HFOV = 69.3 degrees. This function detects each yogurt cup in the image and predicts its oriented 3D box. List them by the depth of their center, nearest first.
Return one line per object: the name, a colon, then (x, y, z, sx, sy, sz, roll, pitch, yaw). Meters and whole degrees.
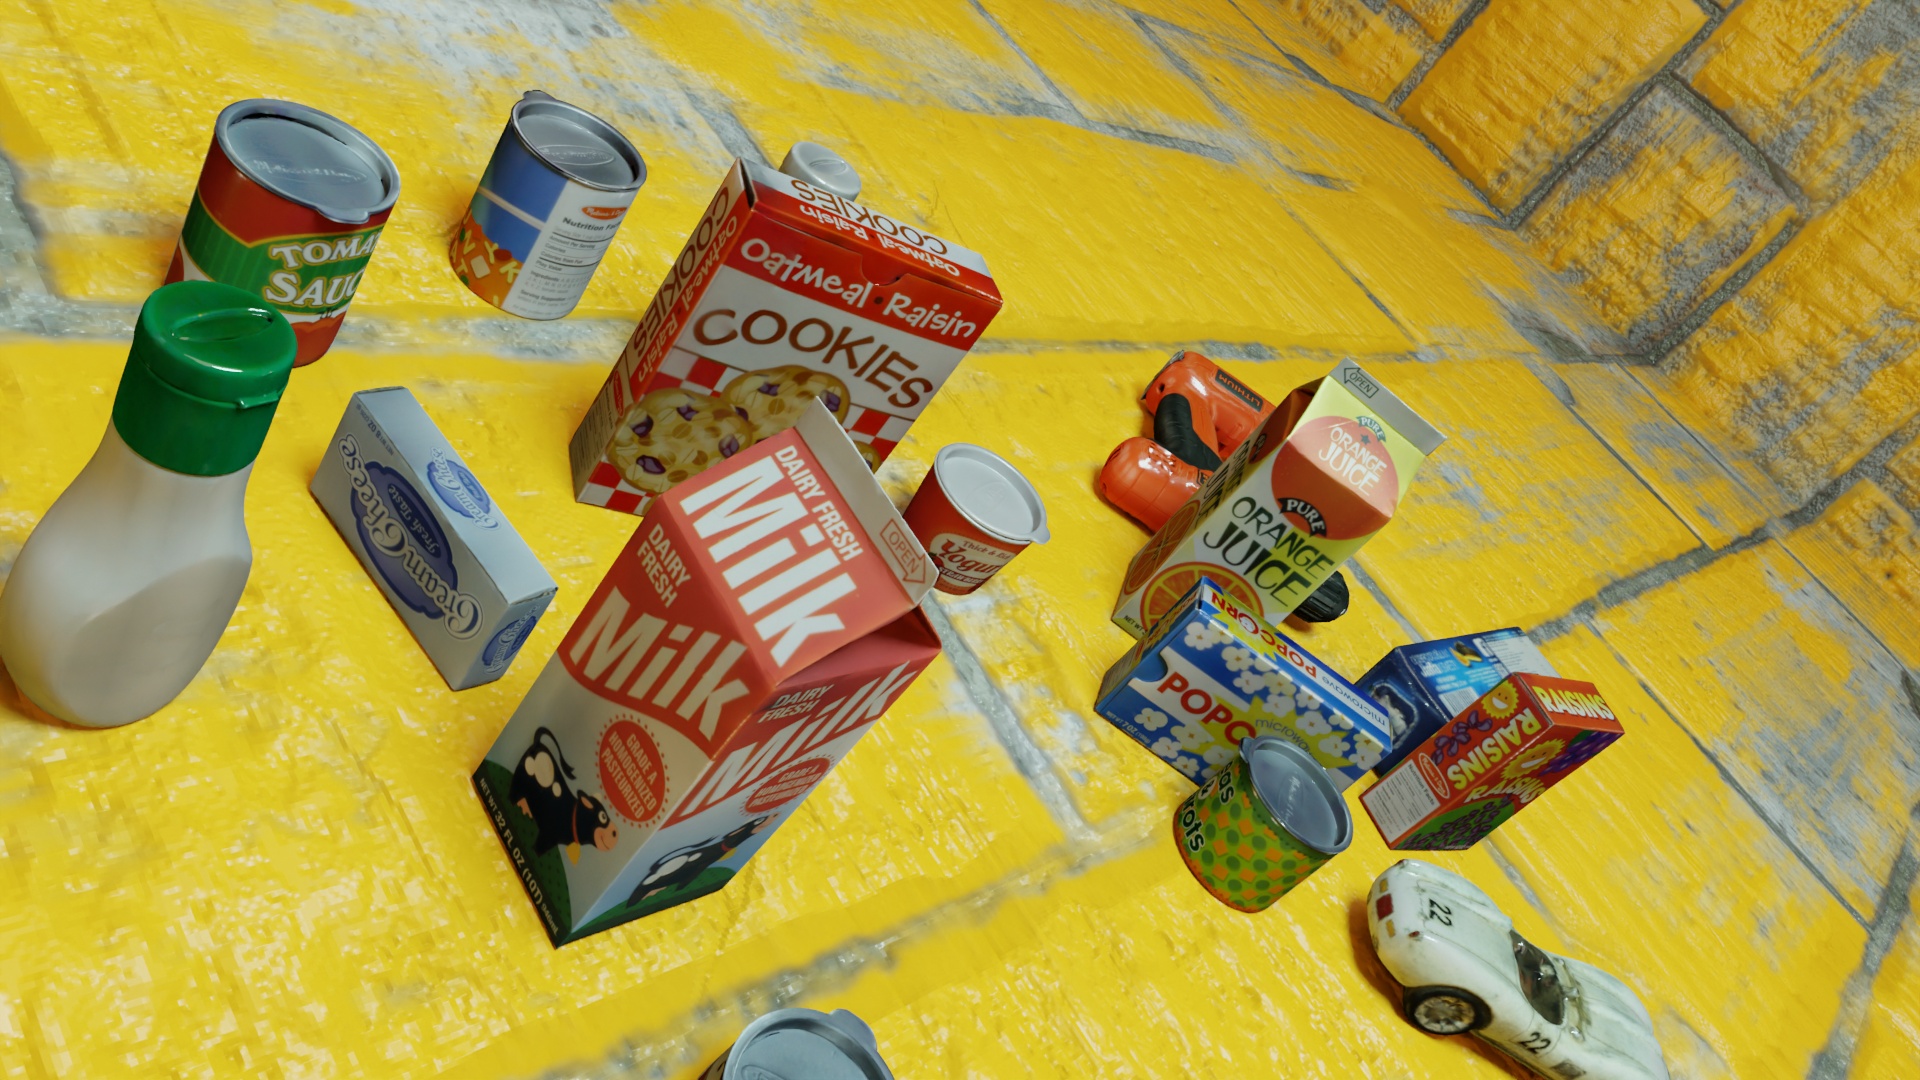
yogurt cup: (0.003, -0.009, 0.718, 0.072, 0.053, 0.073, 27, 34, -20)

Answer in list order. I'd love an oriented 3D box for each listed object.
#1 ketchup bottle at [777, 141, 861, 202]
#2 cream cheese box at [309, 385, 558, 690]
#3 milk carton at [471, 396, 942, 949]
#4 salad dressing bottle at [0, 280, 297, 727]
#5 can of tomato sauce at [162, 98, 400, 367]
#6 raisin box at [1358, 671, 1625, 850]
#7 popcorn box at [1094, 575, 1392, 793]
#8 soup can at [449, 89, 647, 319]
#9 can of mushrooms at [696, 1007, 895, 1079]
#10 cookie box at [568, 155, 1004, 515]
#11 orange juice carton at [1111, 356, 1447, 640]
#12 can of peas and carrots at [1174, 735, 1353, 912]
ketchup bottle: (-0.099, -0.119, 0.660, 0.043, 0.148, 0.065, 45, 32, 7)
cream cheese box: (-0.193, -0.001, 0.506, 0.104, 0.053, 0.024, 49, 33, 14)
milk carton: (-0.076, 0.044, 0.442, 0.073, 0.189, 0.072, -7, 55, -50)
salad dressing bottle: (-0.226, -0.007, 0.391, 0.044, 0.147, 0.064, 46, 32, 9)
can of tomato sauce: (-0.267, -0.118, 0.547, 0.071, 0.082, 0.071, 27, 34, -20)
raisin box: (0.303, 0.128, 0.794, 0.086, 0.123, 0.040, 11, 42, -38)
popcorn box: (0.146, 0.088, 0.717, 0.126, 0.085, 0.038, 36, 32, -7)
soup can: (-0.200, -0.160, 0.667, 0.071, 0.083, 0.072, 27, 34, -20)
can of mushrooms: (-0.052, 0.185, 0.441, 0.071, 0.033, 0.071, 27, 34, -20)
cookie box: (-0.078, -0.071, 0.604, 0.123, 0.166, 0.040, 14, 40, -35)
orange juice carton: (0.174, -0.012, 0.769, 0.072, 0.191, 0.073, 37, 32, -5)
can of peas and carrots: (0.146, 0.138, 0.680, 0.071, 0.058, 0.071, 27, 34, -20)
